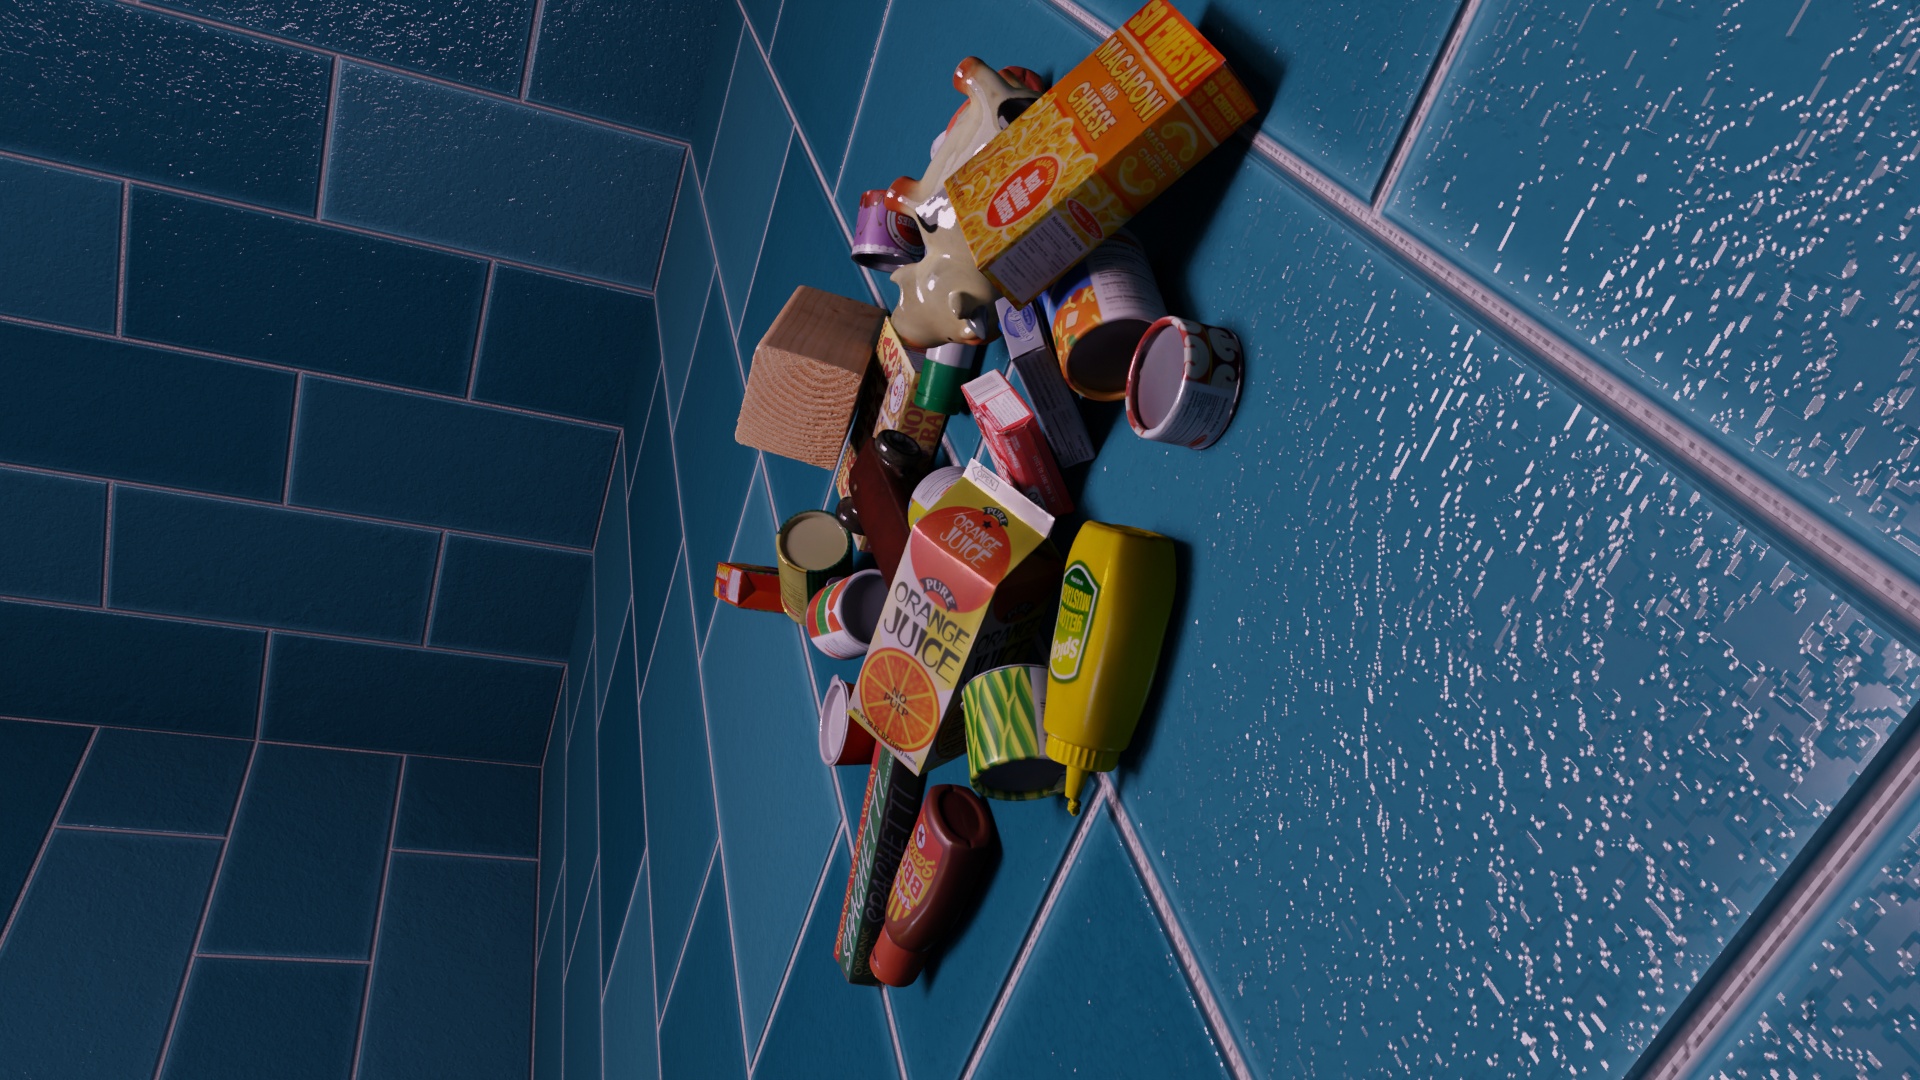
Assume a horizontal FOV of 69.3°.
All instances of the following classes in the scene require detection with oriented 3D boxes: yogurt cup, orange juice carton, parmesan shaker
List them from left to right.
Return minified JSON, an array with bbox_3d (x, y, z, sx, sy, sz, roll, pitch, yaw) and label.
[{"bbox_3d":[-0.125,0.027,1.221,0.102,0.071,0.071,98,170,-60],"label":"parmesan shaker"},{"bbox_3d":[-0.077,0.146,1.095,0.072,0.054,0.072,-169,89,-69],"label":"yogurt cup"},{"bbox_3d":[0.002,0.047,0.875,0.072,0.073,0.191,37,122,28],"label":"orange juice carton"}]

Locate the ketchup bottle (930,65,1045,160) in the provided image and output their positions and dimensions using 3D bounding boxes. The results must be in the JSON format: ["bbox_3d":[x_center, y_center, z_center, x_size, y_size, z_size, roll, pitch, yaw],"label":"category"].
[{"bbox_3d":[0.017,-0.316,1.074,0.148,0.043,0.064,-176,95,-69],"label":"ketchup bottle"}]

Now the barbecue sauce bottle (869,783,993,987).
[{"bbox_3d":[-0.022,0.236,0.929,0.065,0.044,0.147,-112,37,-53],"label":"barbecue sauce bottle"}]

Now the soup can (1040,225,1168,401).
[{"bbox_3d":[0.081,-0.128,0.791,0.071,0.071,0.084,119,151,-42],"label":"soup can"}]

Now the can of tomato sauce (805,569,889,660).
[{"bbox_3d":[-0.082,0.059,1.132,0.083,0.071,0.071,157,121,-65],"label":"can of tomato sauce"}]

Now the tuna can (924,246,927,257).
[{"bbox_3d":[-0.002,-0.242,1.105,0.071,0.033,0.071,-169,89,-69],"label":"tuna can"}]

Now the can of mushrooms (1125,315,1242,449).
[{"bbox_3d":[0.116,-0.084,0.729,0.071,0.033,0.071,-170,89,-70],"label":"can of mushrooms"}]

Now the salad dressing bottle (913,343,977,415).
[{"bbox_3d":[-0.001,-0.170,1.054,0.064,0.044,0.147,34,113,59],"label":"salad dressing bottle"}]

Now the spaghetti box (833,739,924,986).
[{"bbox_3d":[-0.054,0.208,1.046,0.050,0.029,0.249,-158,79,-70],"label":"spaghetti box"}]

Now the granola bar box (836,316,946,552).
[{"bbox_3d":[-0.057,-0.088,1.170,0.125,0.039,0.164,-116,40,-57],"label":"granola bar box"}]

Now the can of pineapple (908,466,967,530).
[{"bbox_3d":[0.003,-0.012,0.944,0.058,0.071,0.071,-140,62,-67],"label":"can of pineapple"}]

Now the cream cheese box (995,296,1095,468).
[{"bbox_3d":[0.052,-0.096,0.829,0.103,0.024,0.053,59,-166,-48],"label":"cream cheese box"}]

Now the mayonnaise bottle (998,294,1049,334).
[{"bbox_3d":[0.067,-0.195,0.894,0.065,0.041,0.147,-110,36,-50],"label":"mayonnaise bottle"}]

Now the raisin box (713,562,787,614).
[{"bbox_3d":[-0.196,0.048,1.404,0.123,0.086,0.040,-172,90,-69],"label":"raisin box"}]

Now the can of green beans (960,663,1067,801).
[{"bbox_3d":[0.036,0.112,0.802,0.071,0.071,0.058,126,146,-50],"label":"can of green beans"}]

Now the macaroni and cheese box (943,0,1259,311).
[{"bbox_3d":[0.073,-0.220,0.783,0.166,0.040,0.124,-38,35,16],"label":"macaroni and cheese box"}]

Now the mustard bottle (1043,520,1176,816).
[{"bbox_3d":[0.074,0.071,0.744,0.065,0.049,0.160,-159,80,-71],"label":"mustard bottle"}]

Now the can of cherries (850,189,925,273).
[{"bbox_3d":[-0.058,-0.271,1.219,0.071,0.071,0.058,180,100,-69],"label":"can of cherries"}]
